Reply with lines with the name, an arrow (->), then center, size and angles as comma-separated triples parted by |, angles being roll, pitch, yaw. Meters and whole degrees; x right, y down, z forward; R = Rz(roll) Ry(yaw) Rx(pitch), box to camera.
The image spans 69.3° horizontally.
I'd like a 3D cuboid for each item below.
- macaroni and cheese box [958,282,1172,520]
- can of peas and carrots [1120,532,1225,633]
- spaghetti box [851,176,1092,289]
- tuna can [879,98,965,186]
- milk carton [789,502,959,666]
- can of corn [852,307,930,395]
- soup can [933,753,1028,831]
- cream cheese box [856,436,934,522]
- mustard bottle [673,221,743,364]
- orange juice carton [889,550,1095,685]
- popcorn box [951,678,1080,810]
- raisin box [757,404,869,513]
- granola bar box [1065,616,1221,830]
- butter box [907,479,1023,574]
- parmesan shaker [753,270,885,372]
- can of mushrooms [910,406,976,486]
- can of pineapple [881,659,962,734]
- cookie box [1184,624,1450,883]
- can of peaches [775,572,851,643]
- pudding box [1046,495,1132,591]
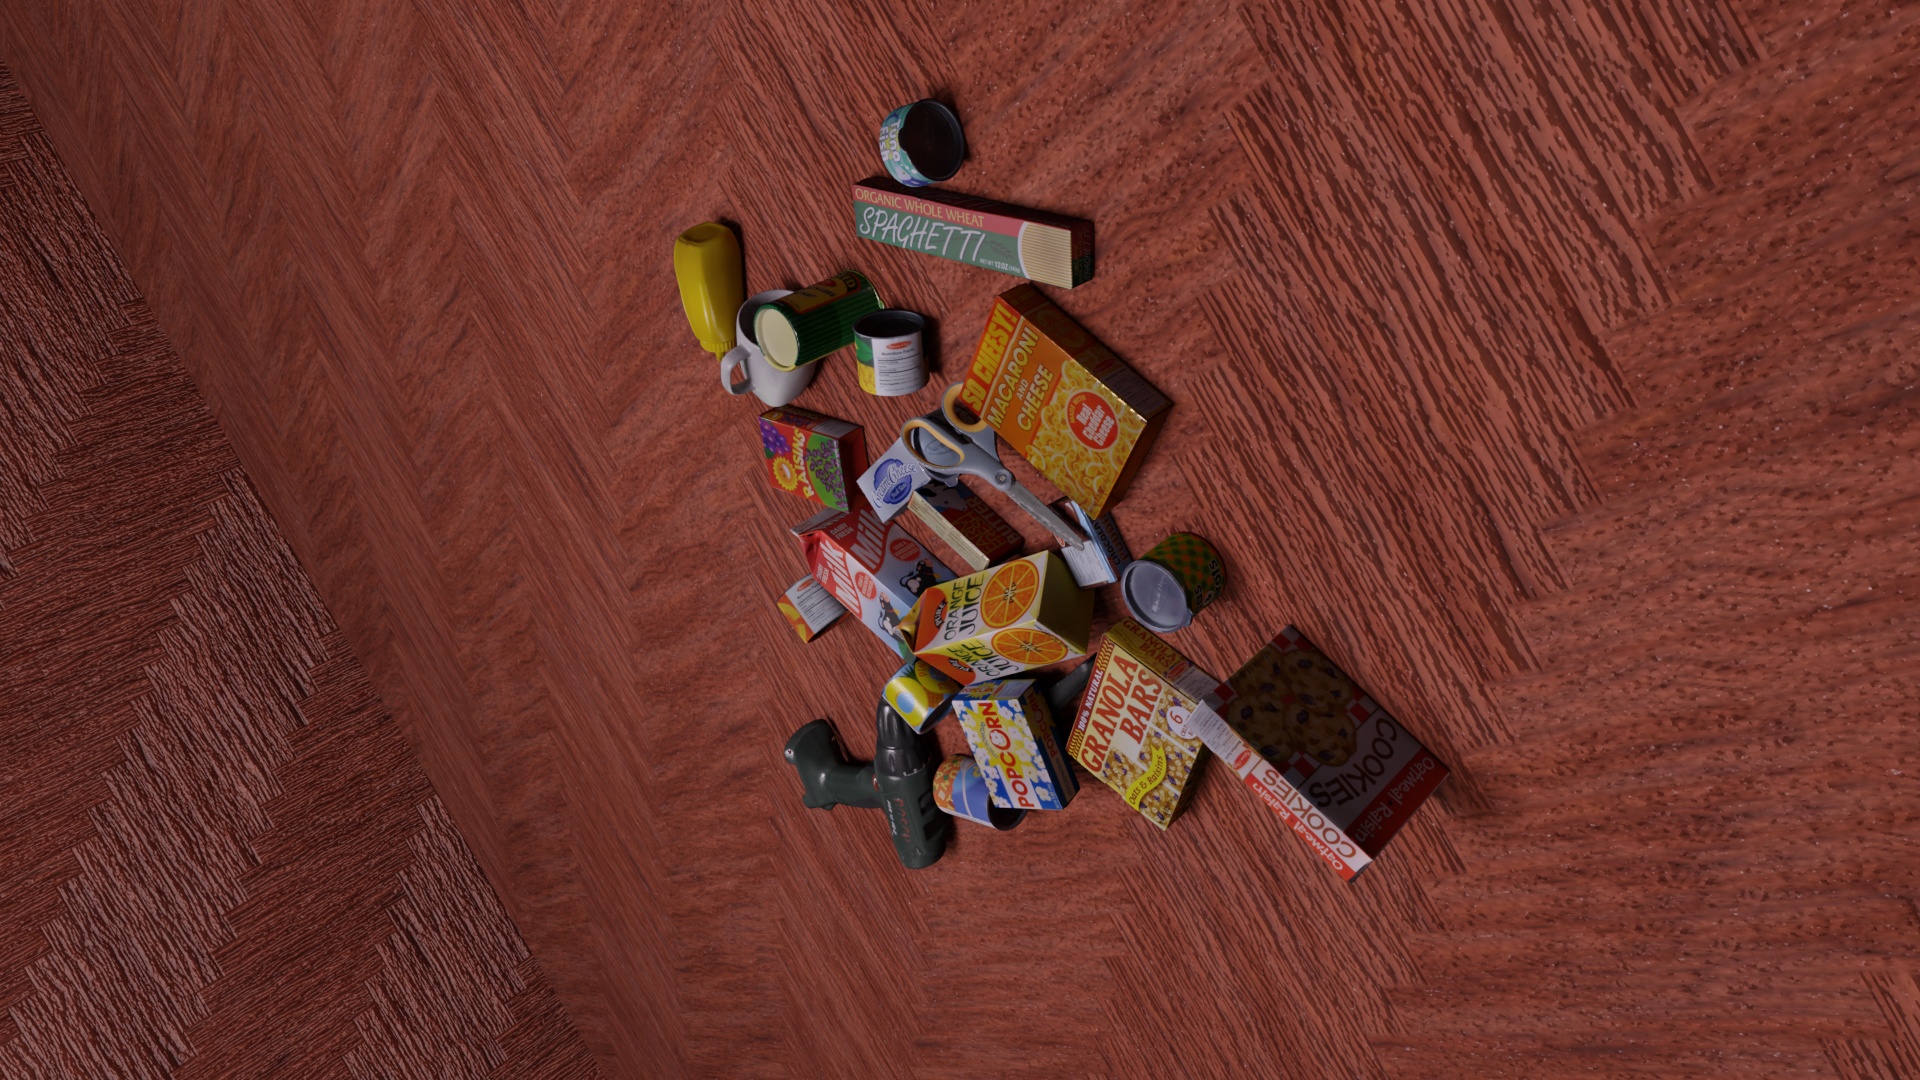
macaroni and cheese box -> 0.083, -0.116, 1.158 | 0.167, 0.040, 0.123 | 43, 140, 18
can of peas and carrots -> 0.177, 0.035, 1.140 | 0.071, 0.059, 0.070 | 26, 132, 33
spaghetti box -> 0.004, -0.260, 1.159 | 0.250, 0.029, 0.050 | 22, 129, 37
tuna can -> -0.033, -0.321, 1.124 | 0.033, 0.071, 0.071 | 2, 116, 48
milk carton -> -0.085, 0.031, 1.415 | 0.191, 0.073, 0.073 | 41, 139, 22
can of corn -> -0.062, -0.172, 1.262 | 0.071, 0.071, 0.058 | 23, 130, 37
soup can -> 0.023, 0.260, 1.456 | 0.084, 0.072, 0.071 | 7, 119, 46
cream cheese box -> -0.060, -0.063, 1.364 | 0.053, 0.024, 0.103 | 56, 142, 5
mustard bottle -> -0.254, -0.244, 1.426 | 0.049, 0.065, 0.159 | 27, 136, 29
orange juice carton -> 0.025, 0.078, 1.275 | 0.192, 0.073, 0.071 | -19, 138, 40
popcorn box -> 0.054, 0.197, 1.339 | 0.085, 0.038, 0.126 | -7, 111, 42
raisin box -> -0.150, -0.086, 1.436 | 0.123, 0.040, 0.085 | 18, 128, 38
granola bar box -> 0.167, 0.167, 1.255 | 0.124, 0.039, 0.164 | 37, 137, 26
butter box -> 0.005, -0.016, 1.301 | 0.103, 0.053, 0.024 | 43, 136, 19
parmesan shaker -> -0.130, -0.203, 1.283 | 0.071, 0.103, 0.071 | 26, 132, 34
can of mushrooms -> -0.011, -0.088, 1.286 | 0.071, 0.033, 0.070 | 26, 131, 34
can of pineapple -> -0.039, 0.159, 1.455 | 0.058, 0.071, 0.070 | 44, 140, 17
cookie box -> 0.274, 0.160, 1.065 | 0.168, 0.123, 0.040 | 44, 141, 17
can of peaches -> -0.160, 0.072, 1.532 | 0.058, 0.071, 0.071 | 52, 142, 7
pudding box -> 0.112, -0.001, 1.212 | 0.049, 0.030, 0.083 | -19, 99, 53
